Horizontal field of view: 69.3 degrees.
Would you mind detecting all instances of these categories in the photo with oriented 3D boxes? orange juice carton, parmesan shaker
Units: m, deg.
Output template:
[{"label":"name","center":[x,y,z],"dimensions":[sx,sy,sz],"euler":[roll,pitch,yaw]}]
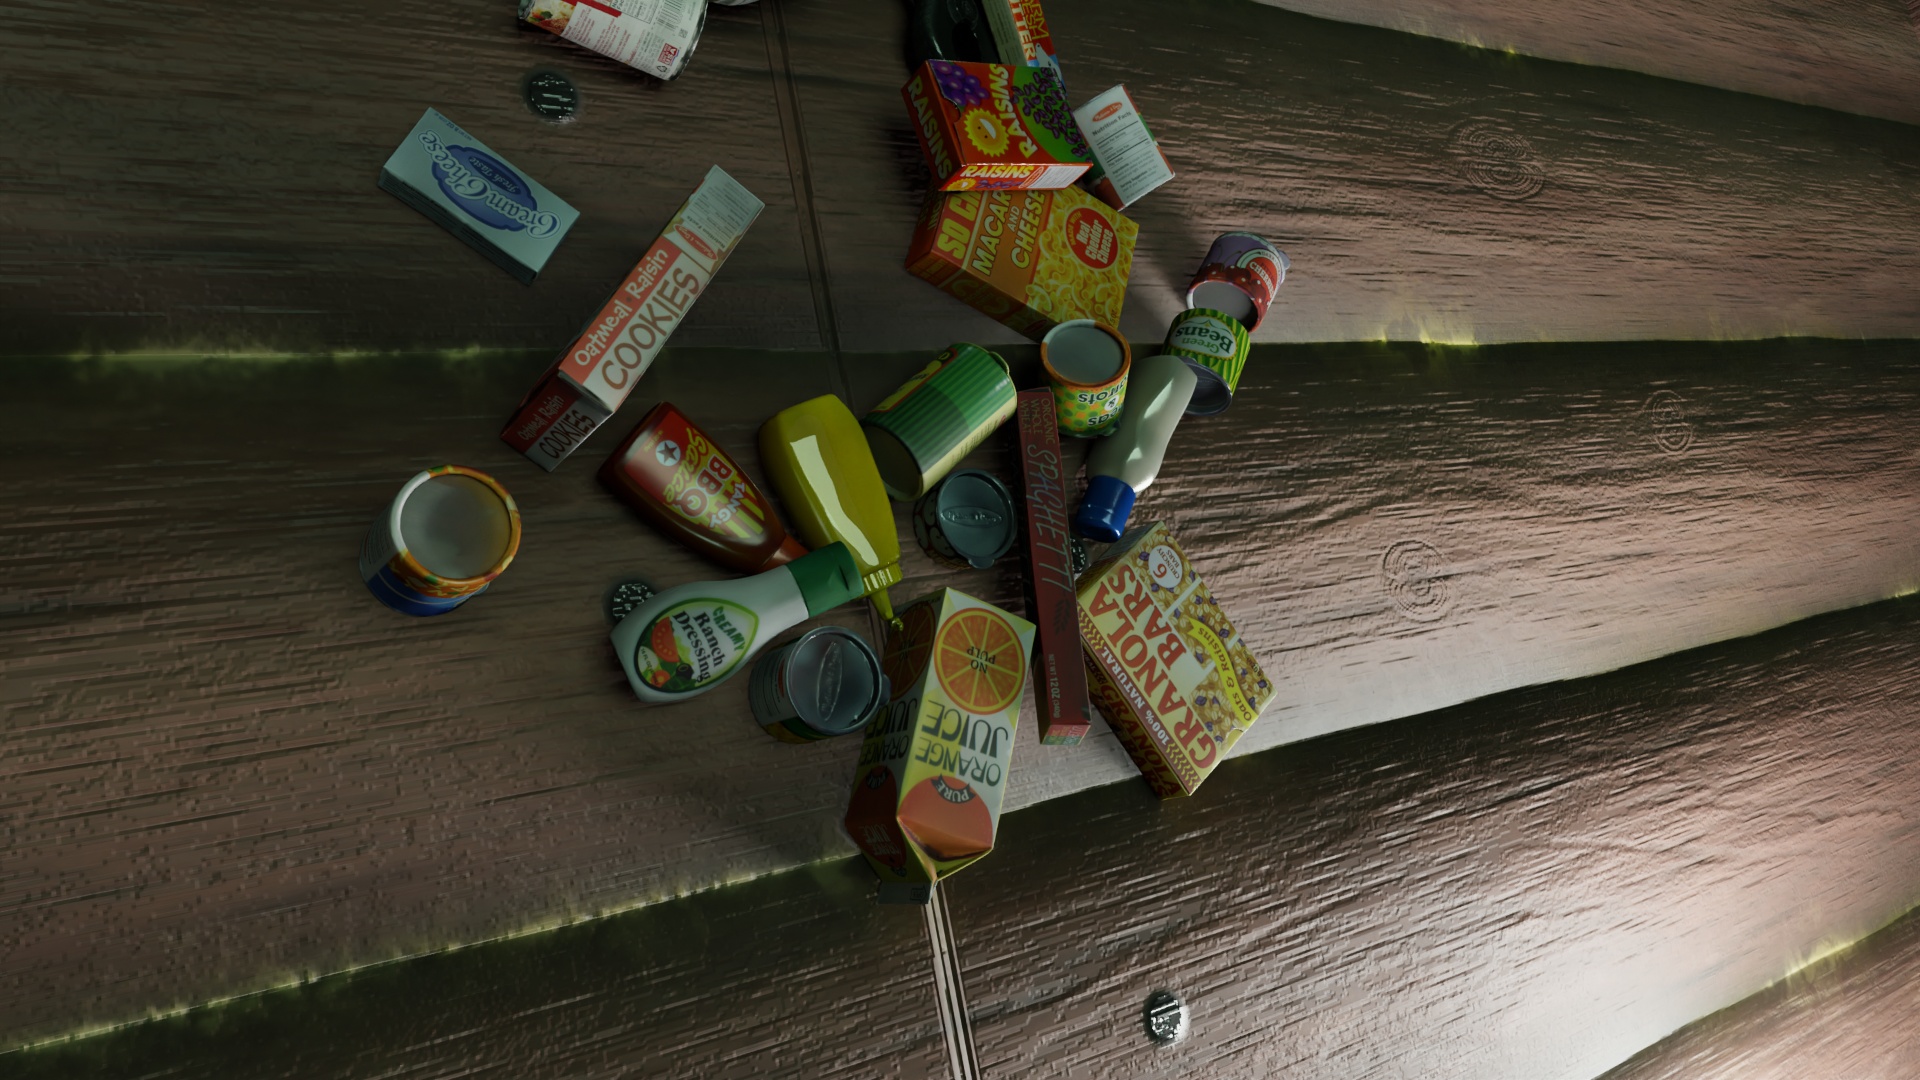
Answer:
[{"label":"orange juice carton","center":[-0.016,0.135,0.882],"dimensions":[0.073,0.071,0.193],"euler":[24,65,-25]},{"label":"parmesan shaker","center":[-0.017,-0.082,0.943],"dimensions":[0.103,0.071,0.071],"euler":[-43,101,-33]}]

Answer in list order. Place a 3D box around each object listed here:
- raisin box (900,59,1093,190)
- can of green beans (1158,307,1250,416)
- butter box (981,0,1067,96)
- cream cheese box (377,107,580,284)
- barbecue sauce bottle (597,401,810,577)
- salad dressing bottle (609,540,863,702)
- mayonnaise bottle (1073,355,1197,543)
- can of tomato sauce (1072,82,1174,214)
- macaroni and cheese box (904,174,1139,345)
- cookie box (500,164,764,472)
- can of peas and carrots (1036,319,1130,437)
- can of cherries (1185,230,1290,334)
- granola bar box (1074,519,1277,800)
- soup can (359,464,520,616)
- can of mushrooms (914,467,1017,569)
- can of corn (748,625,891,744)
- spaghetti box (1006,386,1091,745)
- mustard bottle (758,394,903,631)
[{"label":"raisin box","center":[0.027,-0.298,1.003],"dimensions":[0.124,0.040,0.086],"euler":[-11,77,-37]},{"label":"can of green beans","center":[0.189,-0.141,1.095],"dimensions":[0.071,0.071,0.058],"euler":[35,61,-20]},{"label":"butter box","center":[0.049,-0.387,1.077],"dimensions":[0.053,0.024,0.103],"euler":[-39,114,-53]},{"label":"cream cheese box","center":[-0.287,-0.205,0.832],"dimensions":[0.103,0.024,0.053],"euler":[34,62,-20]},{"label":"barbecue sauce bottle","center":[-0.147,-0.015,0.857],"dimensions":[0.148,0.043,0.065],"euler":[42,61,-16]},{"label":"salad dressing bottle","center":[-0.131,0.045,0.823],"dimensions":[0.148,0.044,0.064],"euler":[-25,105,-16]},{"label":"mayonnaise bottle","center":[0.127,-0.069,1.040],"dimensions":[0.041,0.064,0.148],"euler":[37,64,-28]},{"label":"can of tomato sauce","center":[0.121,-0.307,1.100],"dimensions":[0.071,0.071,0.083],"euler":[-37,98,-34]},{"label":"macaroni and cheese box","center":[0.050,-0.222,1.044],"dimensions":[0.166,0.040,0.124],"euler":[25,64,-25]},{"label":"cookie box","center":[-0.193,-0.128,0.811],"dimensions":[0.040,0.122,0.168],"euler":[38,60,-18]},{"label":"can of peas and carrots","center":[0.090,-0.117,1.012],"dimensions":[0.071,0.058,0.071],"euler":[0,56,0]},{"label":"can of cherries","center":[0.227,-0.210,1.135],"dimensions":[0.071,0.071,0.059],"euler":[41,59,-17]},{"label":"granola bar box","center":[0.147,0.086,1.021],"dimensions":[0.125,0.039,0.165],"euler":[-40,99,-34]},{"label":"soup can","center":[-0.277,0.002,0.745],"dimensions":[0.071,0.083,0.071],"euler":[10,72,-31]},{"label":"can of mushrooms","center":[0.003,-0.012,0.960],"dimensions":[0.071,0.033,0.071],"euler":[10,71,-31]},{"label":"can of corn","center":[-0.087,0.091,0.857],"dimensions":[0.071,0.058,0.071],"euler":[9,72,-31]},{"label":"spaghetti box","center":[0.059,0.014,0.950],"dimensions":[0.029,0.050,0.251],"euler":[-2,65,-7]},{"label":"mustard bottle","center":[-0.075,-0.012,0.900],"dimensions":[0.065,0.048,0.160],"euler":[-23,91,-35]}]
